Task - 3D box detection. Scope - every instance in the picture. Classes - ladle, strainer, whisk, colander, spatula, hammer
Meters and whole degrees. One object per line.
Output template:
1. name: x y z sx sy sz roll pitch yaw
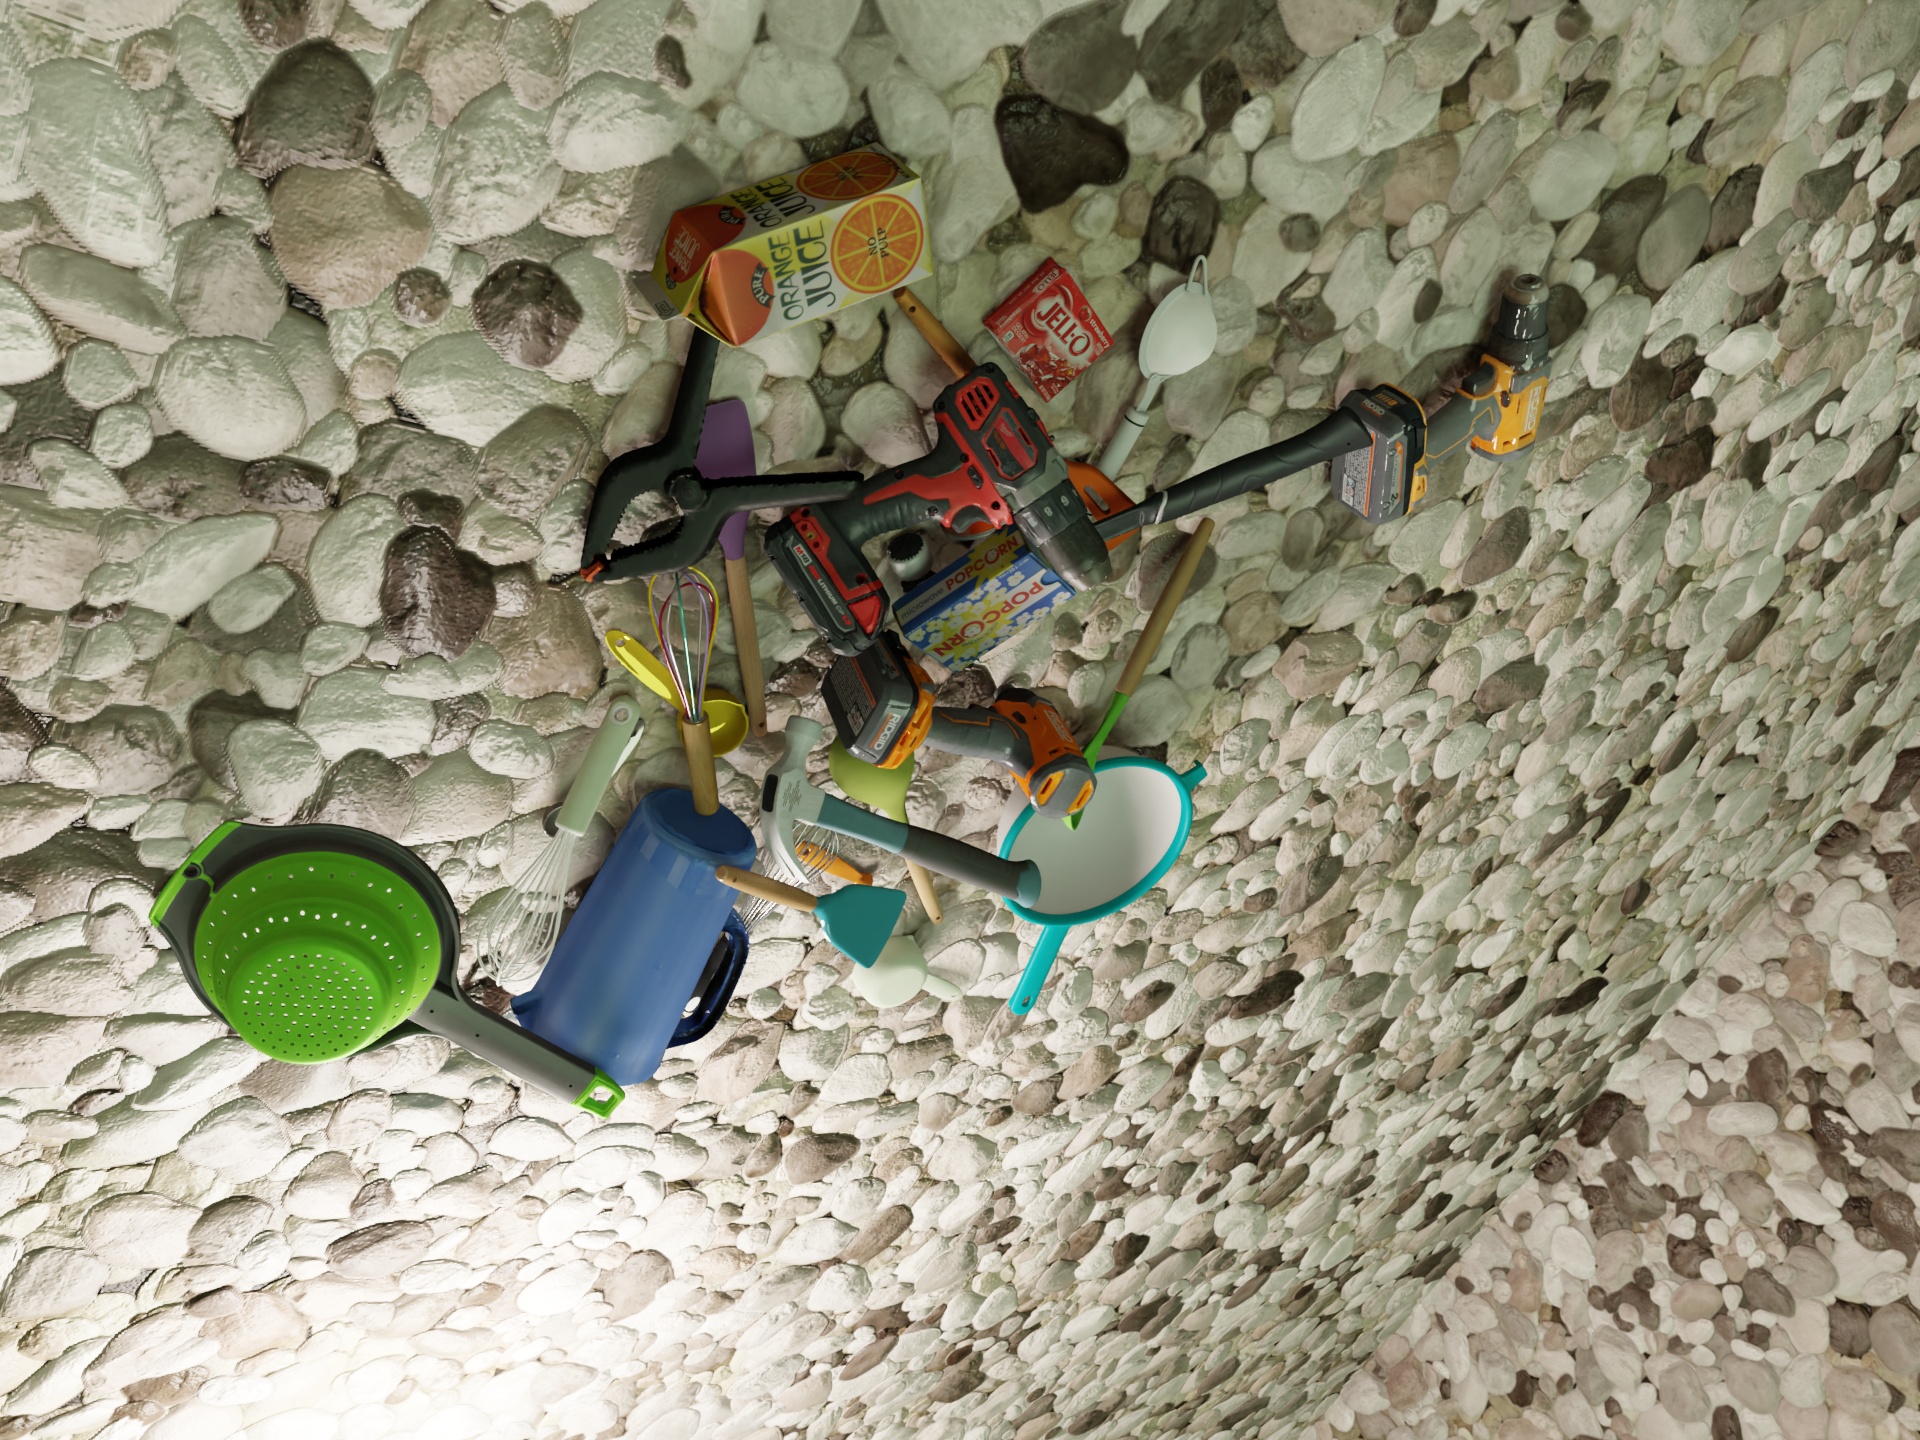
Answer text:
1. ladle: -0.056 0.106 1.515 0.078 0.062 0.319 -31 145 -10
2. strainer: 0.098 0.148 1.609 0.211 0.095 0.340 1 126 -28
3. whisk: -0.310 0.093 1.248 0.059 0.058 0.246 122 -9 -80
4. colander: -0.422 0.231 1.220 0.396 0.095 0.204 37 100 -26
5. whisk: -0.207 -0.019 1.250 0.047 0.051 0.244 -16 132 -20
6. strainer: 0.153 -0.260 1.328 0.087 0.050 0.258 -7 135 -48
7. spatula: -0.176 -0.108 1.246 0.060 0.018 0.315 -20 134 -18
8. hammer: -0.043 0.106 1.398 0.330 0.033 0.128 25 80 -41
9. spatula: -0.133 0.160 1.399 0.082 0.044 0.317 -63 158 -4
10. whisk: -0.189 0.172 1.465 0.070 0.070 0.284 13 123 -41
11. spatula: 0.042 -0.234 1.269 0.081 0.041 0.322 -32 139 16
12. hammer: 0.149 -0.166 1.333 0.409 0.036 0.149 -22 138 4

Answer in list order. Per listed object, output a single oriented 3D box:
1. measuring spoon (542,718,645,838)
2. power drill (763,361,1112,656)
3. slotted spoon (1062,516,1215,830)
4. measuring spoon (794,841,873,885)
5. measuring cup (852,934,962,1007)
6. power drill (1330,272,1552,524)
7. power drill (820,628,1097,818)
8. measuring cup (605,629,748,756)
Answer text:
1. measuring spoon: -0.300 0.044 1.303 0.124 0.018 0.034 -51 138 4
2. power drill: -0.014 -0.137 1.209 0.226 0.080 0.188 -34 96 7
3. slotted spoon: 0.159 -0.046 1.452 0.314 0.031 0.070 -63 162 -6
4. measuring spoon: -0.120 0.140 1.512 0.021 0.011 0.116 -45 138 8
5. measuring cup: -0.043 0.279 1.670 0.083 0.038 0.167 -47 136 10
6. power drill: 0.457 -0.299 1.476 0.226 0.084 0.185 -27 137 -19
7. power drill: -0.002 -0.004 1.377 0.226 0.164 0.084 19 115 -30
8. measuring cup: -0.232 -0.029 1.280 0.062 0.029 0.156 -39 127 6
